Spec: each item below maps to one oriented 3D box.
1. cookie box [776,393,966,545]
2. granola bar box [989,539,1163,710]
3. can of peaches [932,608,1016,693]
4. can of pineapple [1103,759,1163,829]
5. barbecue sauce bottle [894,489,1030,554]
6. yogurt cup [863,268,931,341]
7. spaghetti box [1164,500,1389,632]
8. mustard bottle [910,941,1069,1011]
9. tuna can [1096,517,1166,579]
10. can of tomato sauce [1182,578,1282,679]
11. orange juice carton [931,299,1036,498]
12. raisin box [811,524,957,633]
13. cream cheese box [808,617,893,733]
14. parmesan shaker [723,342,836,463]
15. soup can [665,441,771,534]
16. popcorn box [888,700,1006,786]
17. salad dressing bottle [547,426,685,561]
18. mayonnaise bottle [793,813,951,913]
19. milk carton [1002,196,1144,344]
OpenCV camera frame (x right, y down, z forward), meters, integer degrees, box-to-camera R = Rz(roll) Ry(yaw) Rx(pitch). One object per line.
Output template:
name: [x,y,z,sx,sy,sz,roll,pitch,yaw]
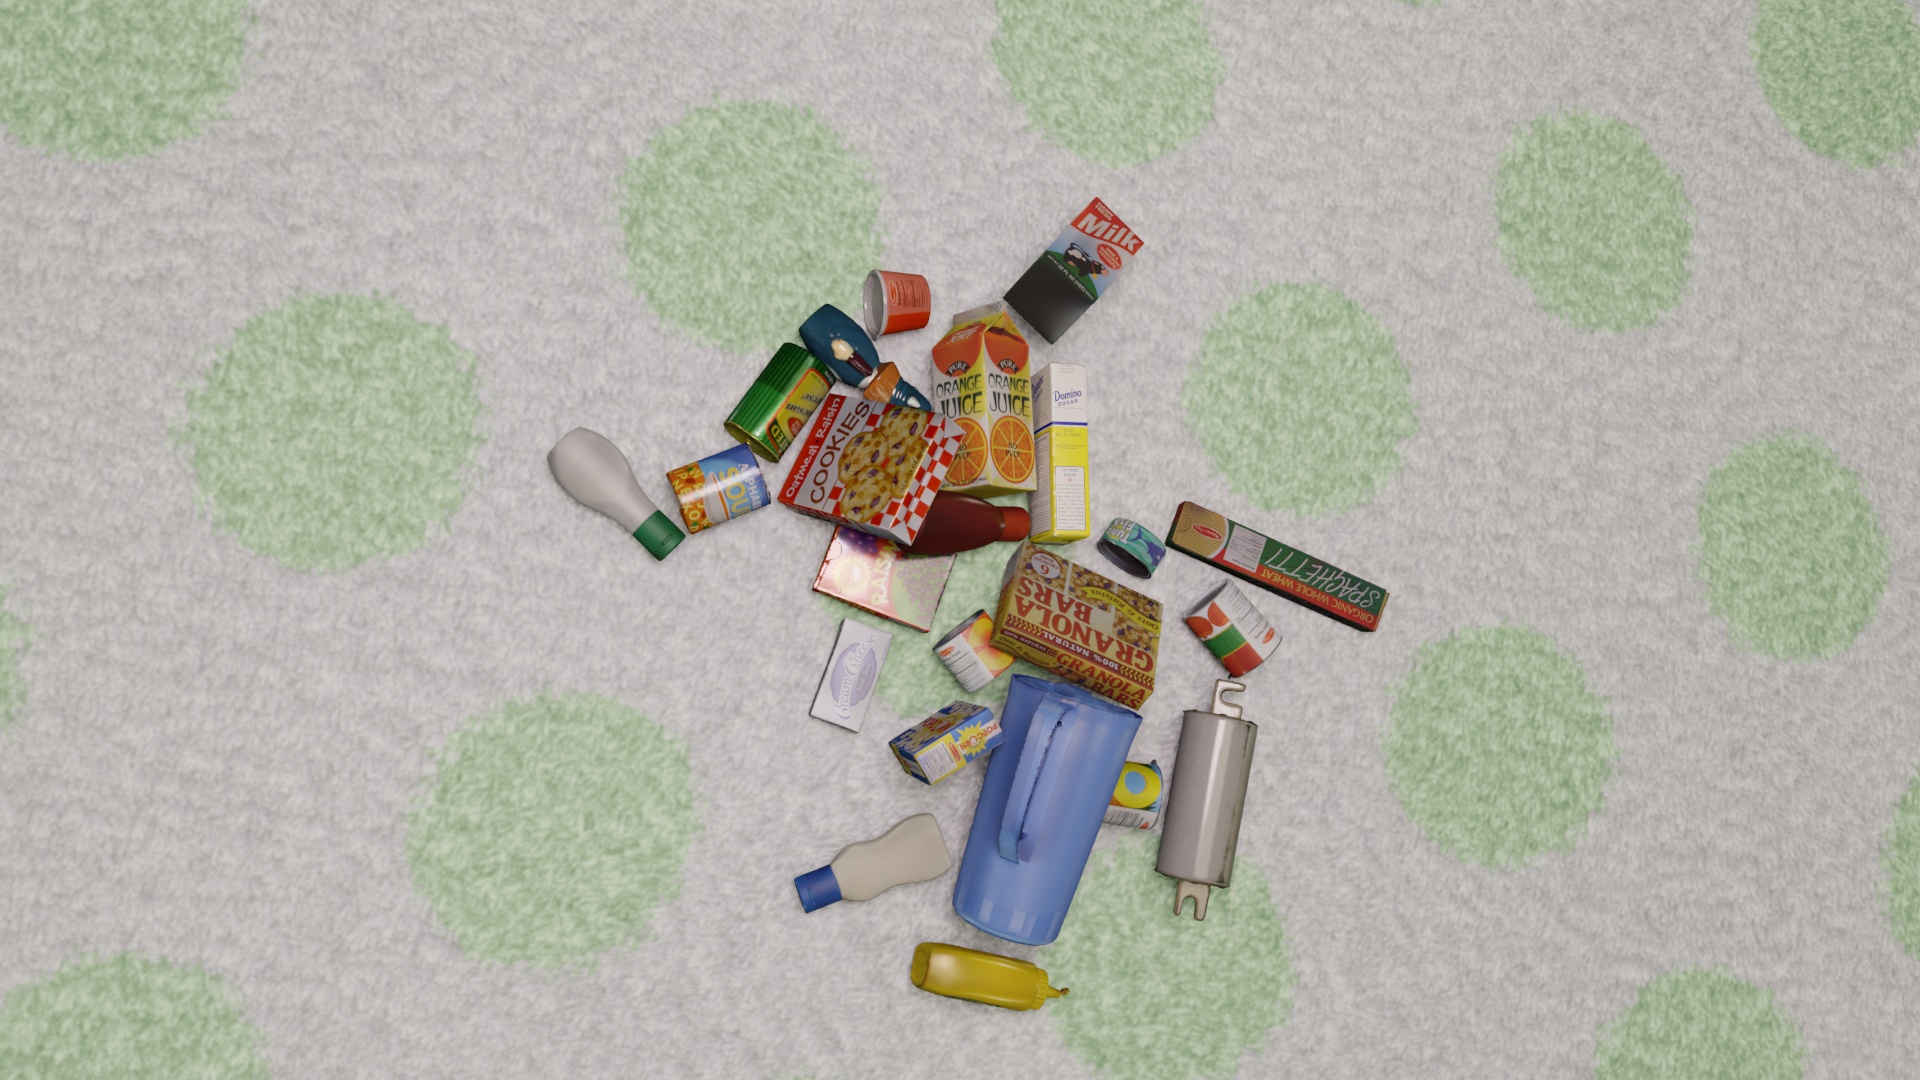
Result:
cookie box: [-0.088,-0.071,1.341,0.040,0.167,0.123,37,73,-45]
granola bar box: [0.120,0.083,1.393,0.165,0.038,0.125,24,43,-9]
can of peaches: [0.017,0.110,1.386,0.071,0.071,0.058,-38,92,-14]
can of pineapple: [0.166,0.253,1.402,0.058,0.071,0.071,10,81,-11]
barbecue sauce bottle: [0.005,-0.017,1.380,0.149,0.044,0.064,1,119,-41]
yogurt cup: [-0.064,-0.242,1.413,0.054,0.072,0.072,-5,85,-21]
spaghetti box: [0.339,0.030,1.485,0.250,0.028,0.050,23,79,-9]
mustard bottle: [0.034,0.429,1.353,0.160,0.065,0.049,16,76,-14]
tuna can: [0.175,0.006,1.432,0.071,0.071,0.033,36,76,-6]
can of tomato sauce: [0.281,0.092,1.447,0.071,0.071,0.083,-42,93,-13]
orange juice carton: [0.023,-0.143,1.402,0.073,0.071,0.193,4,81,-47]
raisin box: [-0.076,0.032,1.389,0.123,0.040,0.086,22,80,-8]
cream cheese box: [-0.109,0.133,1.377,0.053,0.024,0.104,20,79,-8]
parmesan shaker: [-0.178,-0.138,1.370,0.071,0.071,0.103,36,78,-6]
soup can: [-0.234,-0.049,1.348,0.084,0.071,0.071,-23,89,-13]
popcorn box: [-0.015,0.193,1.338,0.085,0.126,0.038,-31,94,-14]
salad dressing bottle: [-0.330,-0.043,1.341,0.147,0.044,0.064,45,75,-5]
mayonnaise bottle: [-0.087,0.318,1.351,0.148,0.041,0.065,-19,86,-13]
milk carton: [0.126,-0.288,1.432,0.072,0.073,0.191,42,45,-5]
